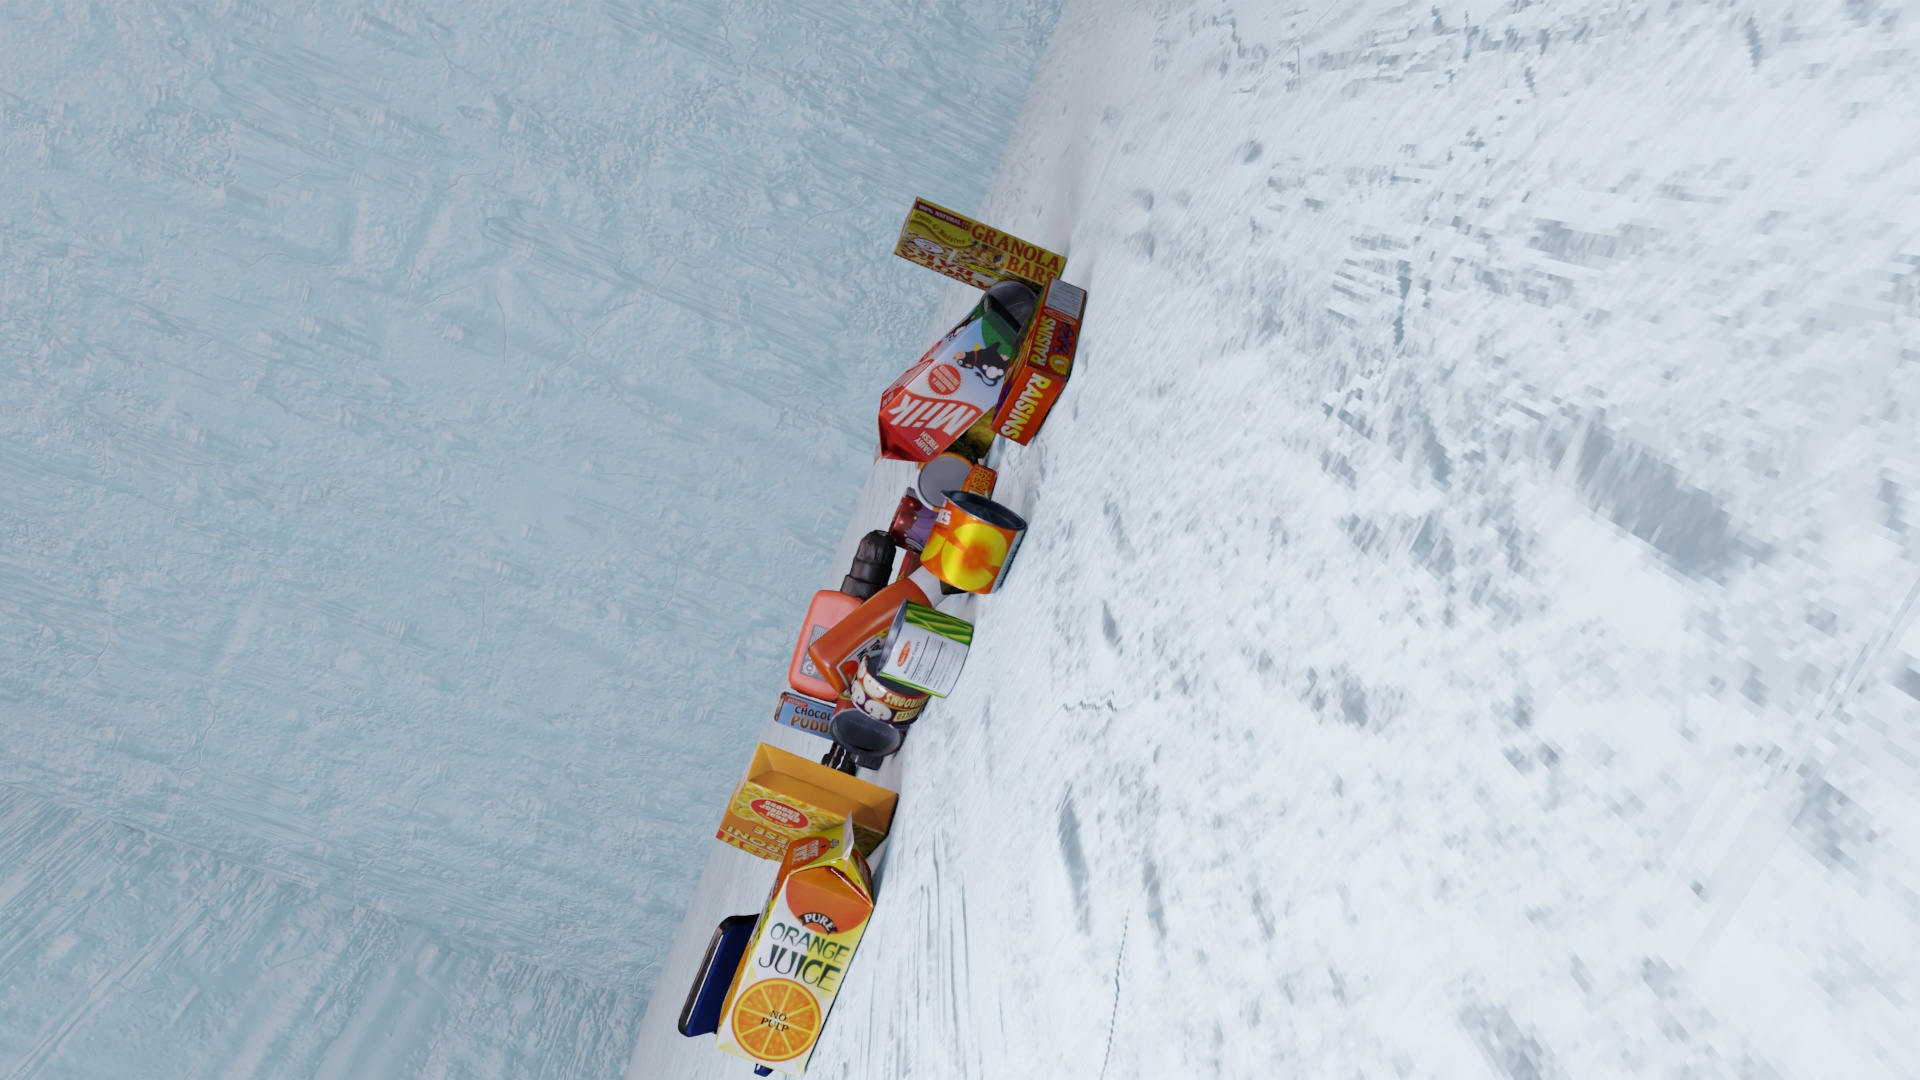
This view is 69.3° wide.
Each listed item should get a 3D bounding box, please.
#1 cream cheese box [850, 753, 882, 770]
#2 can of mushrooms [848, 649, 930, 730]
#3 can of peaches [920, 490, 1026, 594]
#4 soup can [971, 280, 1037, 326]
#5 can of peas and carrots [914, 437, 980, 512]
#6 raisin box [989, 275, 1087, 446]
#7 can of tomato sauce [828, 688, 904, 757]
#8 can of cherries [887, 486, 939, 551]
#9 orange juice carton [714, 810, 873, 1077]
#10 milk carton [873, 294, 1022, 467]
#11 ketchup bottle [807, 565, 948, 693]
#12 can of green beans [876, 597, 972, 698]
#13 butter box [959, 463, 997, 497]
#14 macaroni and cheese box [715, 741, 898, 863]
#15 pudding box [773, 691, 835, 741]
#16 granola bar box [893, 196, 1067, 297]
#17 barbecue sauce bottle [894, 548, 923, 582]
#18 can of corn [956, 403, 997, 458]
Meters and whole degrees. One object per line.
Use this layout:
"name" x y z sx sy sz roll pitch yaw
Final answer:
"cream cheese box" -0.076 0.168 1.337 0.053 0.024 0.104 156 136 -80
"can of mushrooms" -0.058 0.126 1.185 0.071 0.071 0.033 -83 18 -63
"can of peaches" 0.007 0.001 1.059 0.071 0.071 0.058 -93 25 -72
"soup can" 0.046 -0.228 1.453 0.083 0.071 0.071 170 121 -82
"can of peas and carrots" -0.012 -0.068 1.405 0.059 0.071 0.070 -91 24 -70
"raisin box" 0.067 -0.154 1.189 0.085 0.040 0.124 121 169 -47
"can of tomato sauce" -0.077 0.143 1.258 0.083 0.071 0.070 -76 11 -48
"can of cherries" -0.044 -0.015 1.496 0.071 0.058 0.071 -155 87 -82
"orange juice carton" -0.121 0.308 1.087 0.072 0.073 0.192 -119 52 -81
"milk carton" -0.016 -0.145 1.354 0.190 0.073 0.072 -41 16 15
"ketchup bottle" -0.065 0.070 1.229 0.149 0.043 0.064 -39 -27 -15
"can of green beans" -0.029 0.087 1.115 0.071 0.058 0.071 -156 87 -82
"butter box" 0.005 -0.016 1.295 0.053 0.024 0.104 122 167 -57
"macaroni and cheese box" -0.136 0.238 1.189 0.165 0.124 0.040 123 168 -56
"pudding box" -0.132 0.170 1.316 0.049 0.084 0.030 162 127 -78
"granola bar box" 0.017 -0.298 1.460 0.124 0.165 0.039 179 111 -81
"barbecue sauce bottle" -0.060 0.083 1.392 0.065 0.044 0.148 -109 40 -87
"can of corn" 0.006 -0.123 1.450 0.071 0.058 0.071 -156 87 -82
